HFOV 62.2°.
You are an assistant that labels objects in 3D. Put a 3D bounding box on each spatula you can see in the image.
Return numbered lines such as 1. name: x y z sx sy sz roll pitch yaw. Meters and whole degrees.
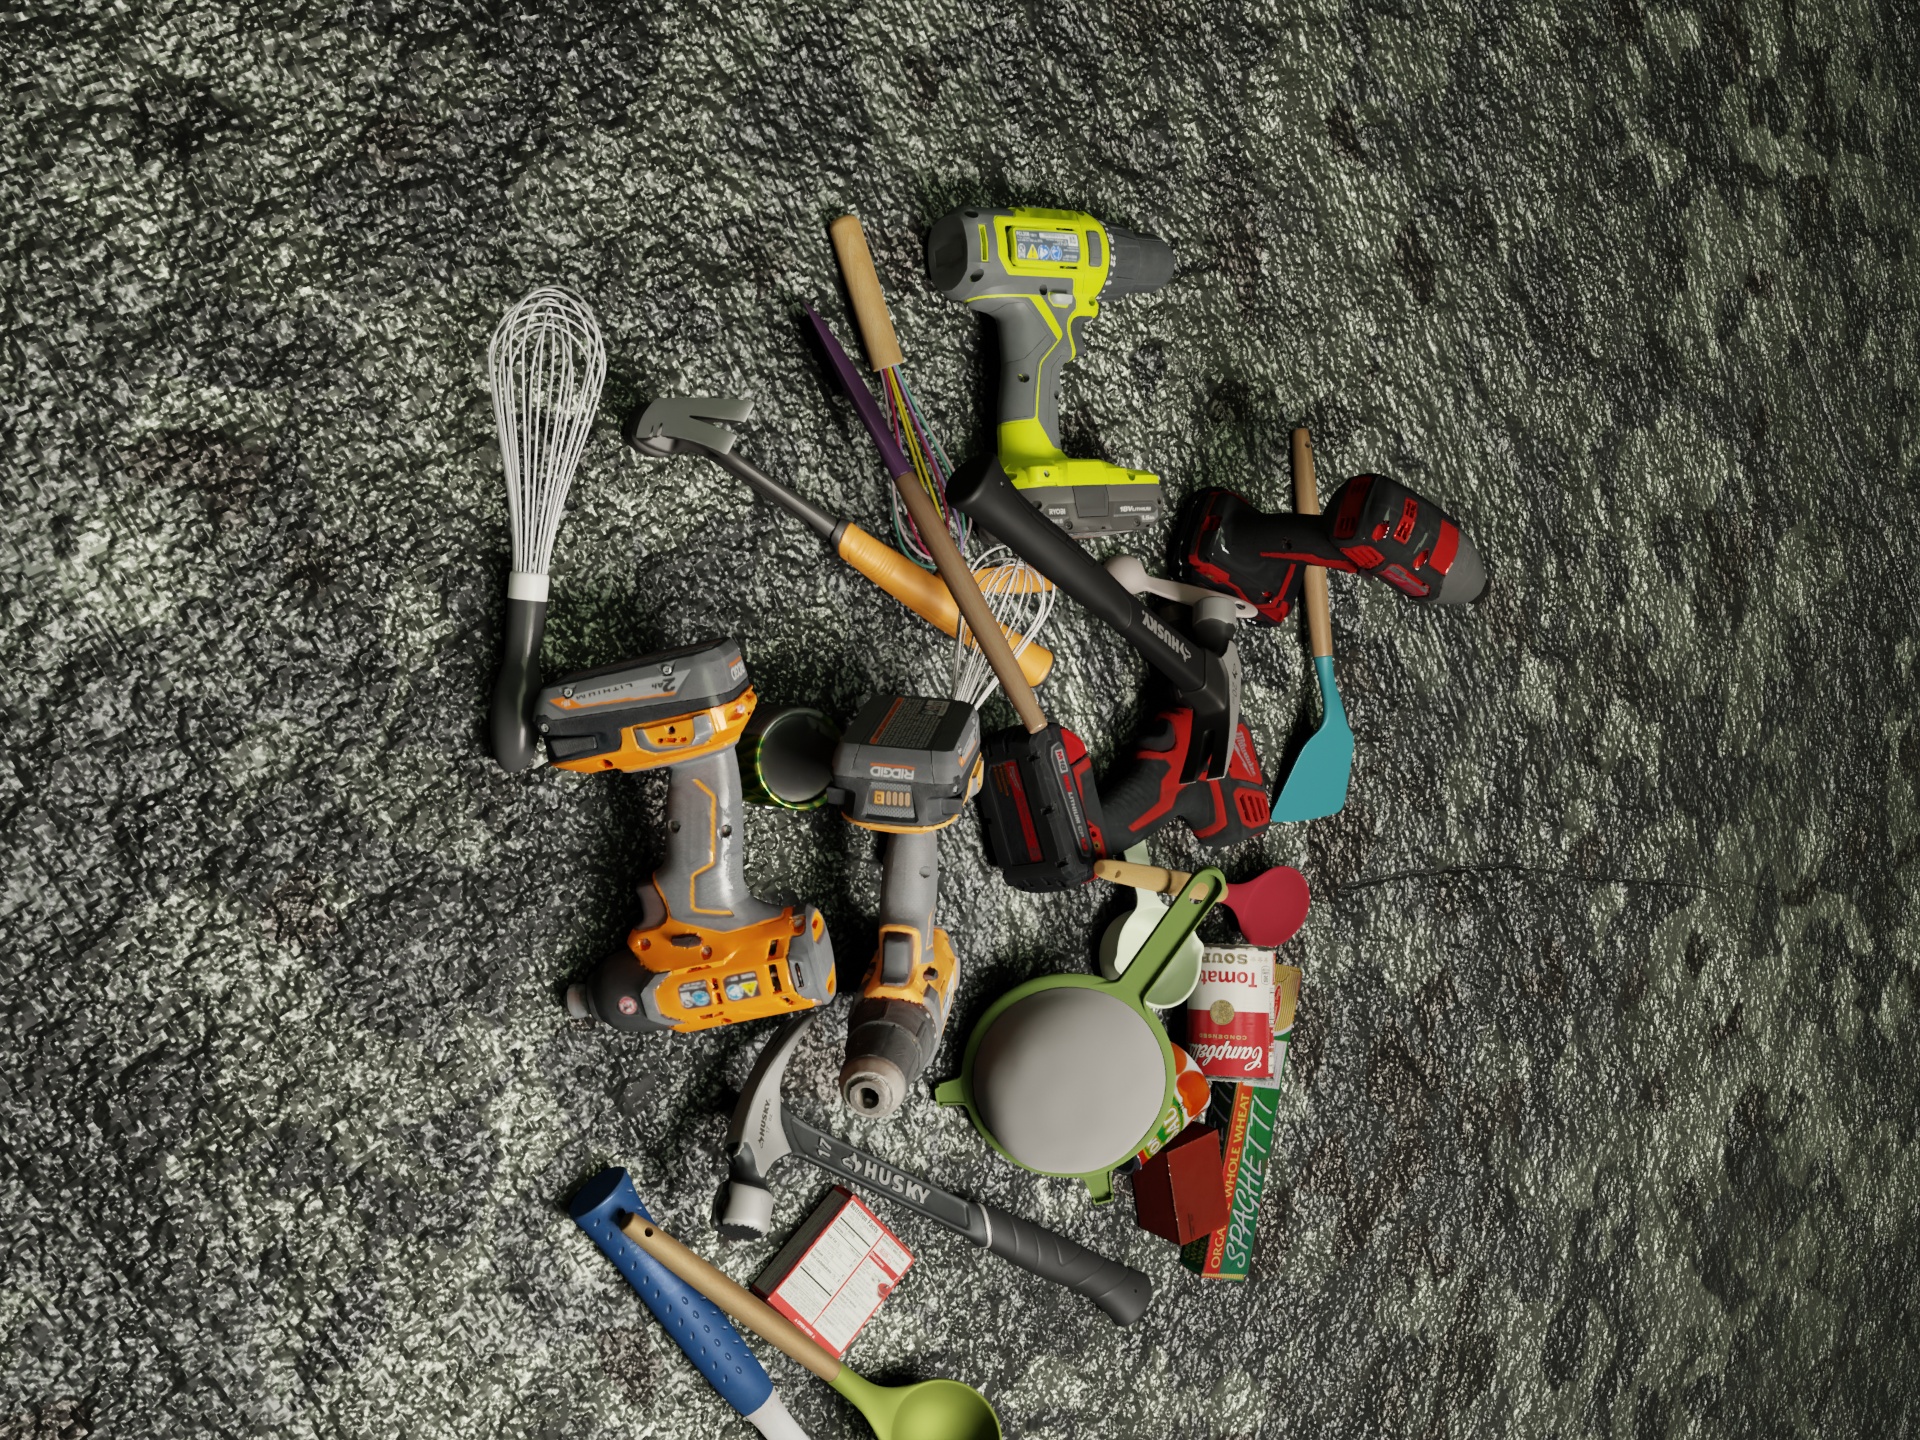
1. spatula: 0.282 -0.077 1.291 0.082 0.044 0.317 -5 90 -32
2. spatula: -0.023 -0.131 1.005 0.018 0.059 0.316 -30 78 9

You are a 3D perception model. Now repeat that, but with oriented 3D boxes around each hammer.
1. hammer: 0.000 0.338 1.100 0.408 0.036 0.149 36 47 -34
2. hammer: 0.096 -0.073 1.031 0.334 0.035 0.146 33 54 -47
3. hammer: -0.054 -0.106 1.025 0.336 0.127 0.034 32 79 -36
4. hammer: -0.131 0.455 1.037 0.144 0.035 0.405 -40 112 -25

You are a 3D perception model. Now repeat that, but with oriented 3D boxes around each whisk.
1. whisk: -0.002 -0.003 1.050 0.059 0.058 0.246 19 109 -9
2. whisk: -0.043 -0.215 1.067 0.047 0.051 0.245 -35 109 -64
3. whisk: -0.248 -0.110 0.927 0.070 0.070 0.284 3 95 -33

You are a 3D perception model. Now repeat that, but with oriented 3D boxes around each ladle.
1. ladle: -0.091 0.400 1.011 0.320 0.062 0.078 46 45 -24
2. ladle: 0.180 0.126 1.172 0.315 0.031 0.069 18 95 -54

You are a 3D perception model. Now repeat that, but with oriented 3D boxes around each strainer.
1. strainer: 0.105 0.211 1.085 0.151 0.069 0.256 33 99 -5

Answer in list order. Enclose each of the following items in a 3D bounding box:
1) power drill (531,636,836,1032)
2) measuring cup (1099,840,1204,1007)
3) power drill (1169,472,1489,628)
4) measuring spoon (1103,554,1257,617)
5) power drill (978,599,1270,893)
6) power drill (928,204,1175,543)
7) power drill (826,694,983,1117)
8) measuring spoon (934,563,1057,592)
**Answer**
1. power drill: -0.178 0.077 0.946 0.164 0.084 0.226 -13 100 5
2. measuring cup: 0.130 0.135 1.199 0.083 0.038 0.168 -7 79 -30
3. power drill: 0.271 -0.121 1.162 0.143 0.220 0.078 25 79 -31
4. measuring spoon: 0.166 -0.100 1.184 0.124 0.018 0.034 14 48 -9
5. power drill: 0.121 0.018 1.155 0.226 0.080 0.188 -15 90 -35
6. power drill: 0.078 -0.244 1.120 0.190 0.080 0.228 -7 93 -32
7. power drill: -0.038 0.115 0.980 0.084 0.185 0.226 5 108 7
8. measuring spoon: 0.032 -0.101 1.132 0.117 0.011 0.021 -6 95 -33
